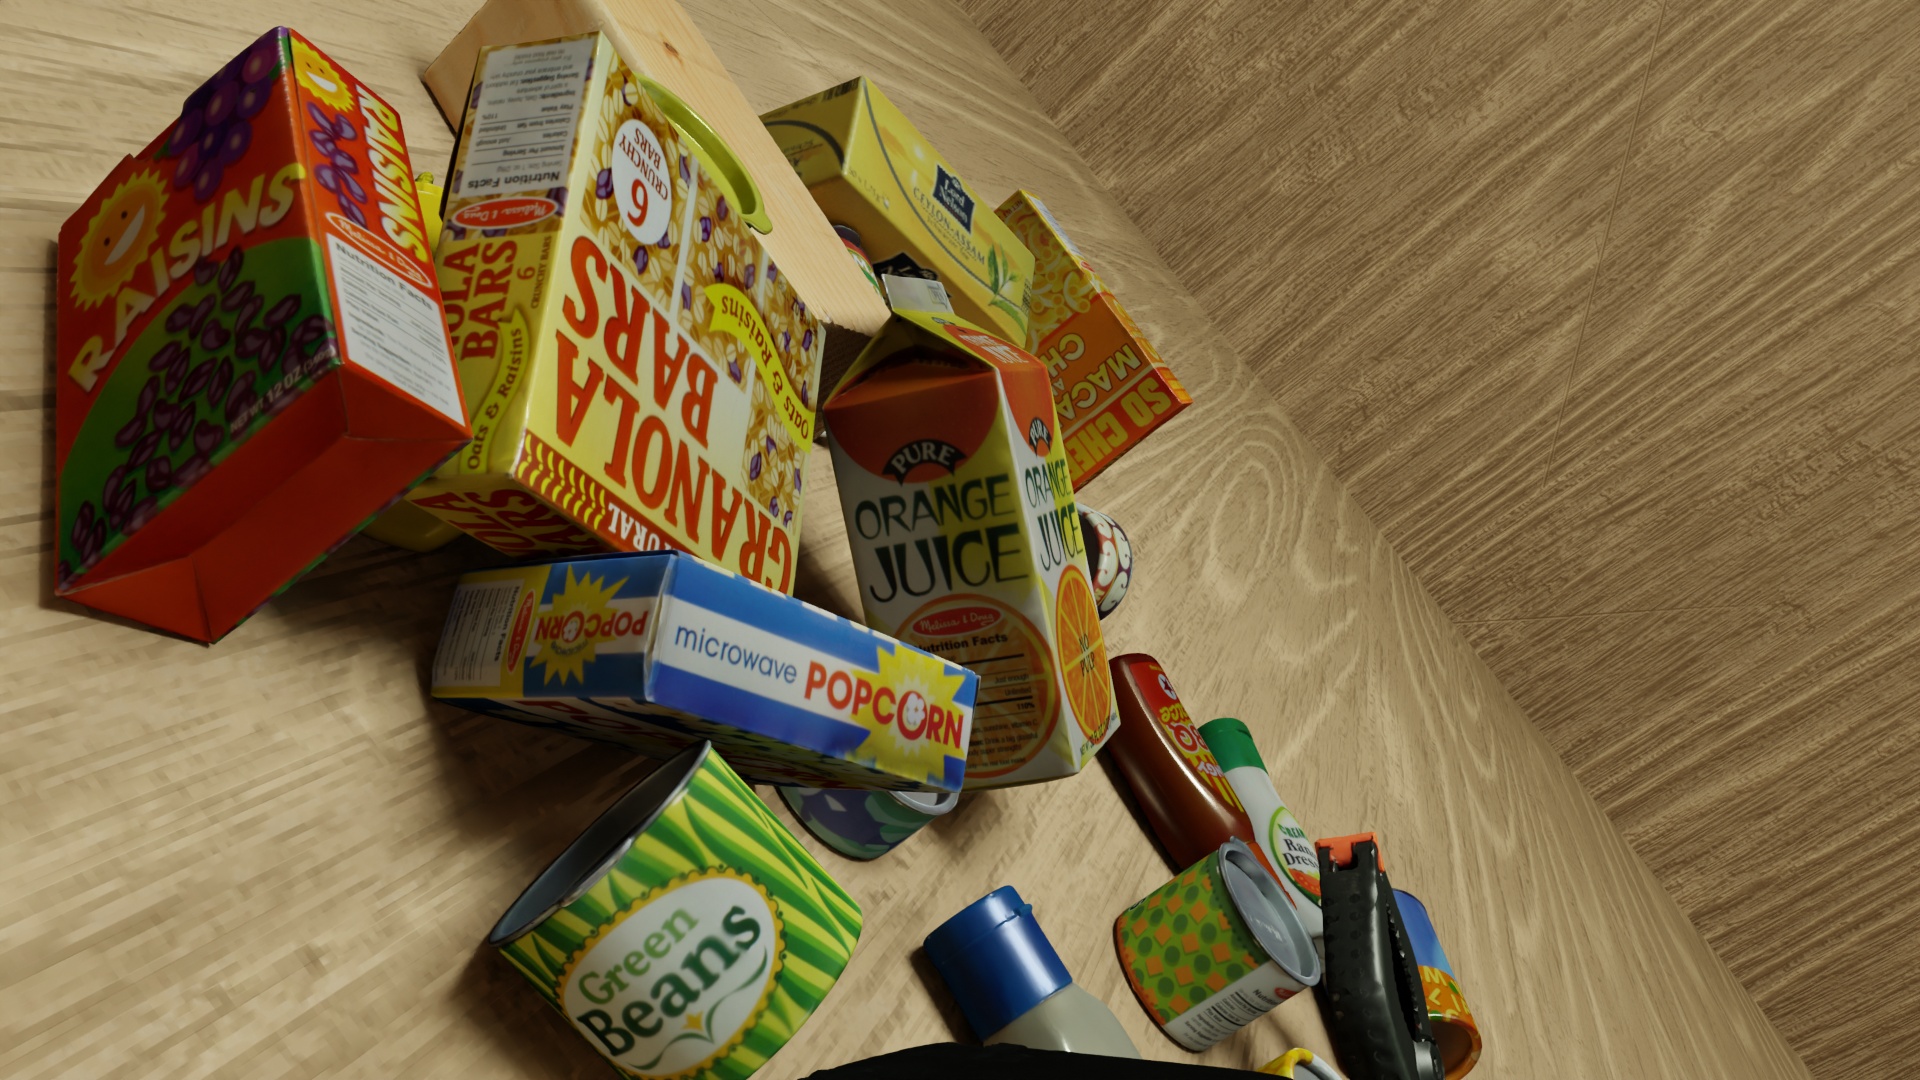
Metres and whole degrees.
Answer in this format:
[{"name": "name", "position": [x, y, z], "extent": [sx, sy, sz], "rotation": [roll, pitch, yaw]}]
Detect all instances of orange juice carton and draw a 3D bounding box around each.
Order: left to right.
[{"name": "orange juice carton", "position": [0.002, -0.007, 0.534], "extent": [0.072, 0.073, 0.192], "rotation": [-20, 98, -70]}]

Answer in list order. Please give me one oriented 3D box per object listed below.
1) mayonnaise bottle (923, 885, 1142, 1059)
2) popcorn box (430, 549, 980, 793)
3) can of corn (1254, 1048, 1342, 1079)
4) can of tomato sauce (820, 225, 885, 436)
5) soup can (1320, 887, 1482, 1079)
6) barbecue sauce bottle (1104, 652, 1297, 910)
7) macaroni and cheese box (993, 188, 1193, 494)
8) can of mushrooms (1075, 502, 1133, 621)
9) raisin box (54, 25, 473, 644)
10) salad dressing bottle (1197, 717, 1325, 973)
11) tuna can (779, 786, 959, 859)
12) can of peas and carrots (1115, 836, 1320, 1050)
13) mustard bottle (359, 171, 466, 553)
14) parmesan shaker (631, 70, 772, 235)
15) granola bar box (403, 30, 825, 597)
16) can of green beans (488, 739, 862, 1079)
[{"name": "mayonnaise bottle", "position": [0.041, 0.183, 0.441], "extent": [0.148, 0.041, 0.065], "rotation": [56, 18, 18]}, {"name": "popcorn box", "position": [-0.066, 0.040, 0.384], "extent": [0.126, 0.085, 0.038], "rotation": [28, 63, -49]}, {"name": "can of corn", "position": [0.115, 0.227, 0.498], "extent": [0.071, 0.058, 0.071], "rotation": [44, 20, -20]}, {"name": "can of tomato sauce", "position": [-0.065, -0.102, 0.677], "extent": [0.071, 0.071, 0.083], "rotation": [34, 26, -41]}, {"name": "soup can", "position": [0.226, 0.235, 0.722], "extent": [0.071, 0.071, 0.084], "rotation": [42, 21, -26]}, {"name": "barbecue sauce bottle", "position": [0.114, 0.129, 0.700], "extent": [0.065, 0.043, 0.149], "rotation": [20, 36, -58]}, {"name": "macaroni and cheese box", "position": [0.046, -0.114, 0.869], "extent": [0.166, 0.123, 0.040], "rotation": [54, 20, 8]}, {"name": "can of mushrooms", "position": [0.057, 0.015, 0.747], "extent": [0.033, 0.071, 0.071], "rotation": [22, 34, -55]}, {"name": "raisin box", "position": [-0.168, -0.051, 0.325], "extent": [0.040, 0.086, 0.124], "rotation": [37, 23, -53]}, {"name": "salad dressing bottle", "position": [0.162, 0.161, 0.749], "extent": [0.064, 0.044, 0.148], "rotation": [31, 27, -33]}, {"name": "tuna can", "position": [-0.036, 0.073, 0.479], "extent": [0.071, 0.032, 0.071], "rotation": [44, 20, -20]}, {"name": "can of peas and carrots", "position": [0.107, 0.169, 0.586], "extent": [0.071, 0.058, 0.071], "rotation": [44, 19, -20]}, {"name": "mustard bottle", "position": [-0.165, -0.067, 0.418], "extent": [0.065, 0.048, 0.161], "rotation": [40, 21, -39]}, {"name": "parmesan shaker", "position": [-0.126, -0.101, 0.485], "extent": [0.071, 0.103, 0.071], "rotation": [44, 20, -20]}, {"name": "granola bar box", "position": [-0.091, -0.044, 0.406], "extent": [0.165, 0.039, 0.124], "rotation": [52, 39, -65]}, {"name": "can of green beans", "position": [-0.066, 0.091, 0.328], "extent": [0.058, 0.071, 0.071], "rotation": [49, 19, -8]}]
